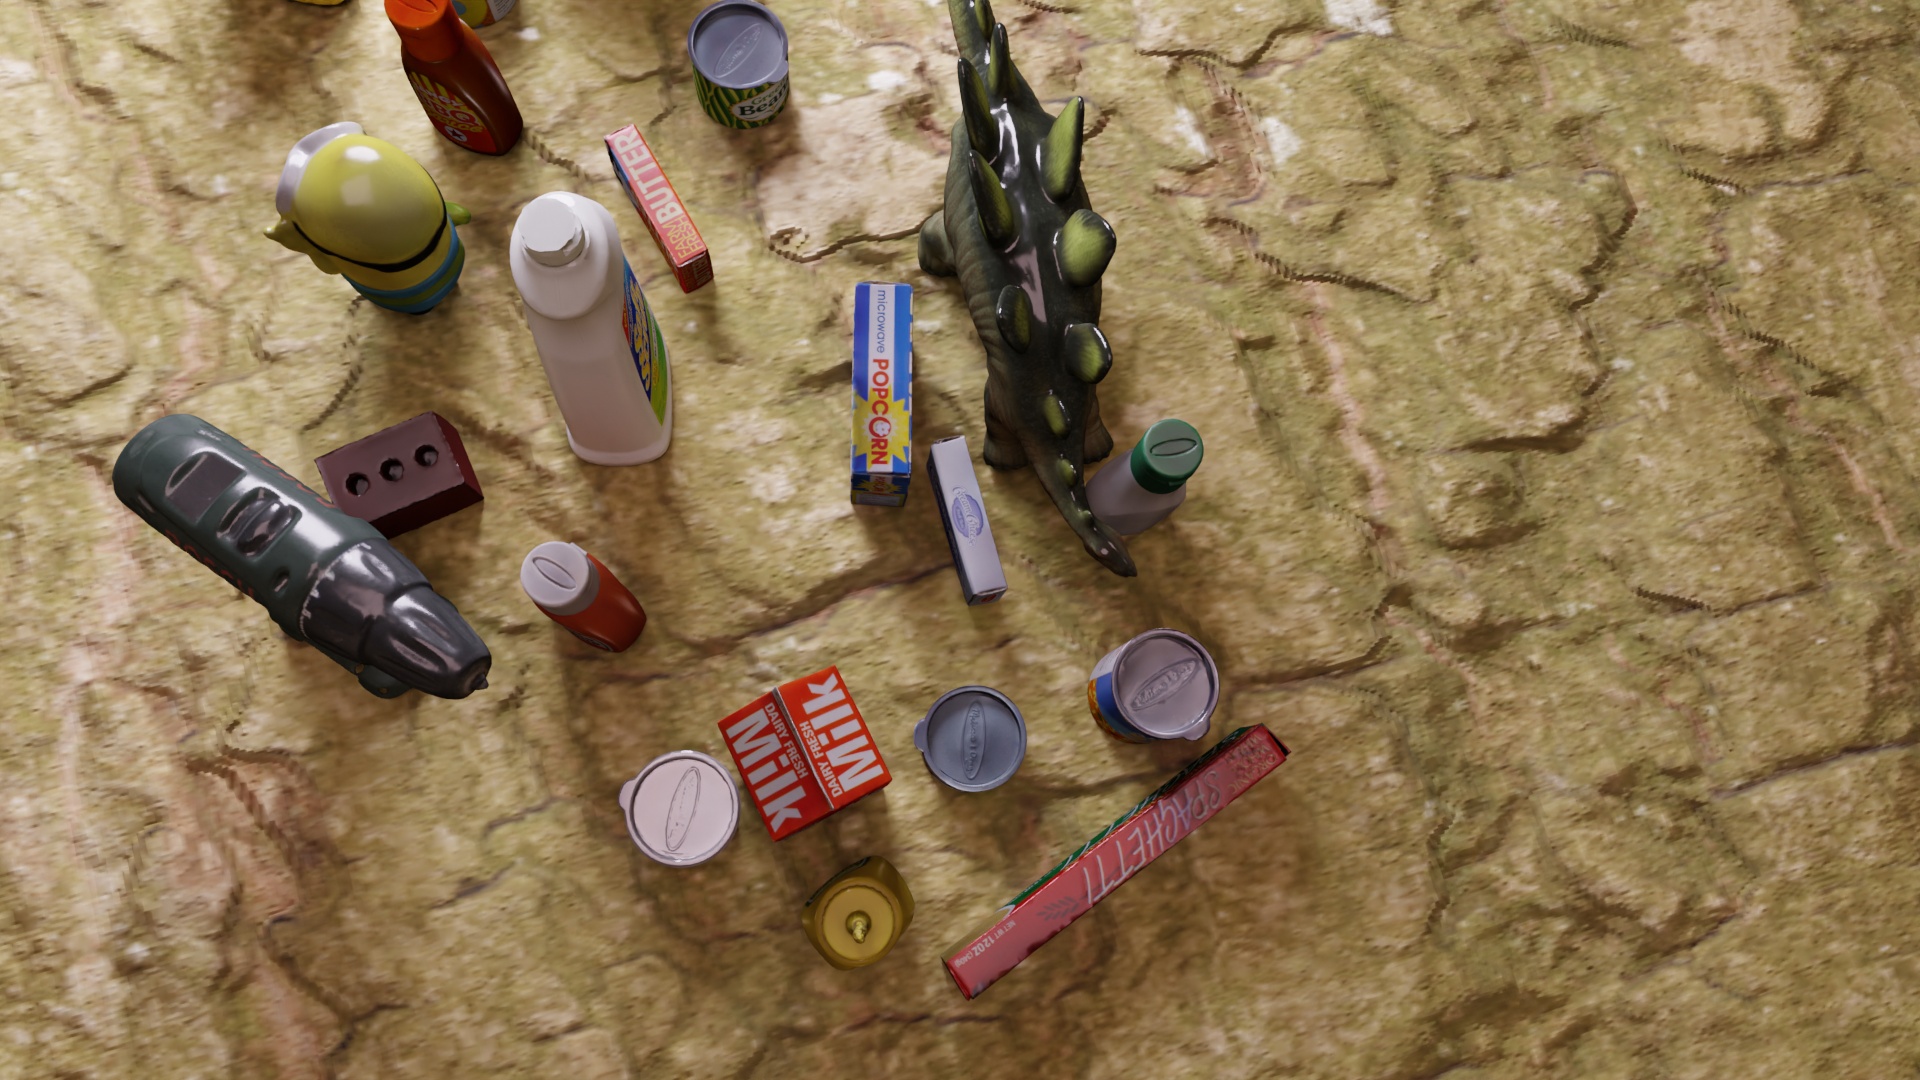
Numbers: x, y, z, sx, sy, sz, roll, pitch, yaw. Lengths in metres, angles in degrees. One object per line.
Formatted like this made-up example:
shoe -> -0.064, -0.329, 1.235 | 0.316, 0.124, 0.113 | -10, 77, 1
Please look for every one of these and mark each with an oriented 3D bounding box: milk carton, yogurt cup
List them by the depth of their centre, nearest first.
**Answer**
milk carton -> -0.087, 0.123, 0.789 | 0.073, 0.190, 0.072 | -26, 82, -10
yogurt cup -> -0.166, 0.163, 0.843 | 0.072, 0.054, 0.072 | 1, 78, -5

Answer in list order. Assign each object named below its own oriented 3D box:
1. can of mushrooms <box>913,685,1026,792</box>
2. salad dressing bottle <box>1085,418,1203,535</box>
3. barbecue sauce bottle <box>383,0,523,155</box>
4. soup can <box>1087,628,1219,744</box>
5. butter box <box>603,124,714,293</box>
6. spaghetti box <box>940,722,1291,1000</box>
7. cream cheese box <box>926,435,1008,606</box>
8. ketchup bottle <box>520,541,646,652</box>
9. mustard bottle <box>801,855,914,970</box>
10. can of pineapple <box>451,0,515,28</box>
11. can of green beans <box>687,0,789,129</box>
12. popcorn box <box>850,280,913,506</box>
can of mushrooms -> 0.005, 0.125, 0.878 | 0.071, 0.033, 0.071 | 1, 78, -5
salad dressing bottle -> 0.116, -0.038, 0.865 | 0.064, 0.147, 0.044 | -10, 80, -7
barbecue sauce bottle -> -0.322, -0.299, 0.876 | 0.065, 0.148, 0.044 | 25, 78, 0
soup can -> 0.120, 0.096, 0.870 | 0.071, 0.083, 0.071 | 1, 78, -5
butter box -> -0.199, -0.219, 0.920 | 0.024, 0.053, 0.103 | -29, 83, -10
spaghetti box -> 0.096, 0.196, 0.863 | 0.250, 0.050, 0.029 | -35, 84, -11
cream cheese box -> 0.003, -0.011, 0.896 | 0.024, 0.053, 0.104 | -15, 80, -8
ketchup bottle -> -0.224, 0.031, 0.816 | 0.065, 0.148, 0.043 | 34, 78, 2
mustard bottle -> -0.058, 0.212, 0.789 | 0.065, 0.160, 0.049 | -36, 84, -11
can of pineapple -> -0.340, -0.391, 0.940 | 0.071, 0.057, 0.071 | 1, 78, -5
can of green beans -> -0.150, -0.323, 0.944 | 0.071, 0.057, 0.071 | 1, 78, -5
popcorn box -> -0.051, -0.092, 0.892 | 0.038, 0.085, 0.127 | 1, 78, -5
